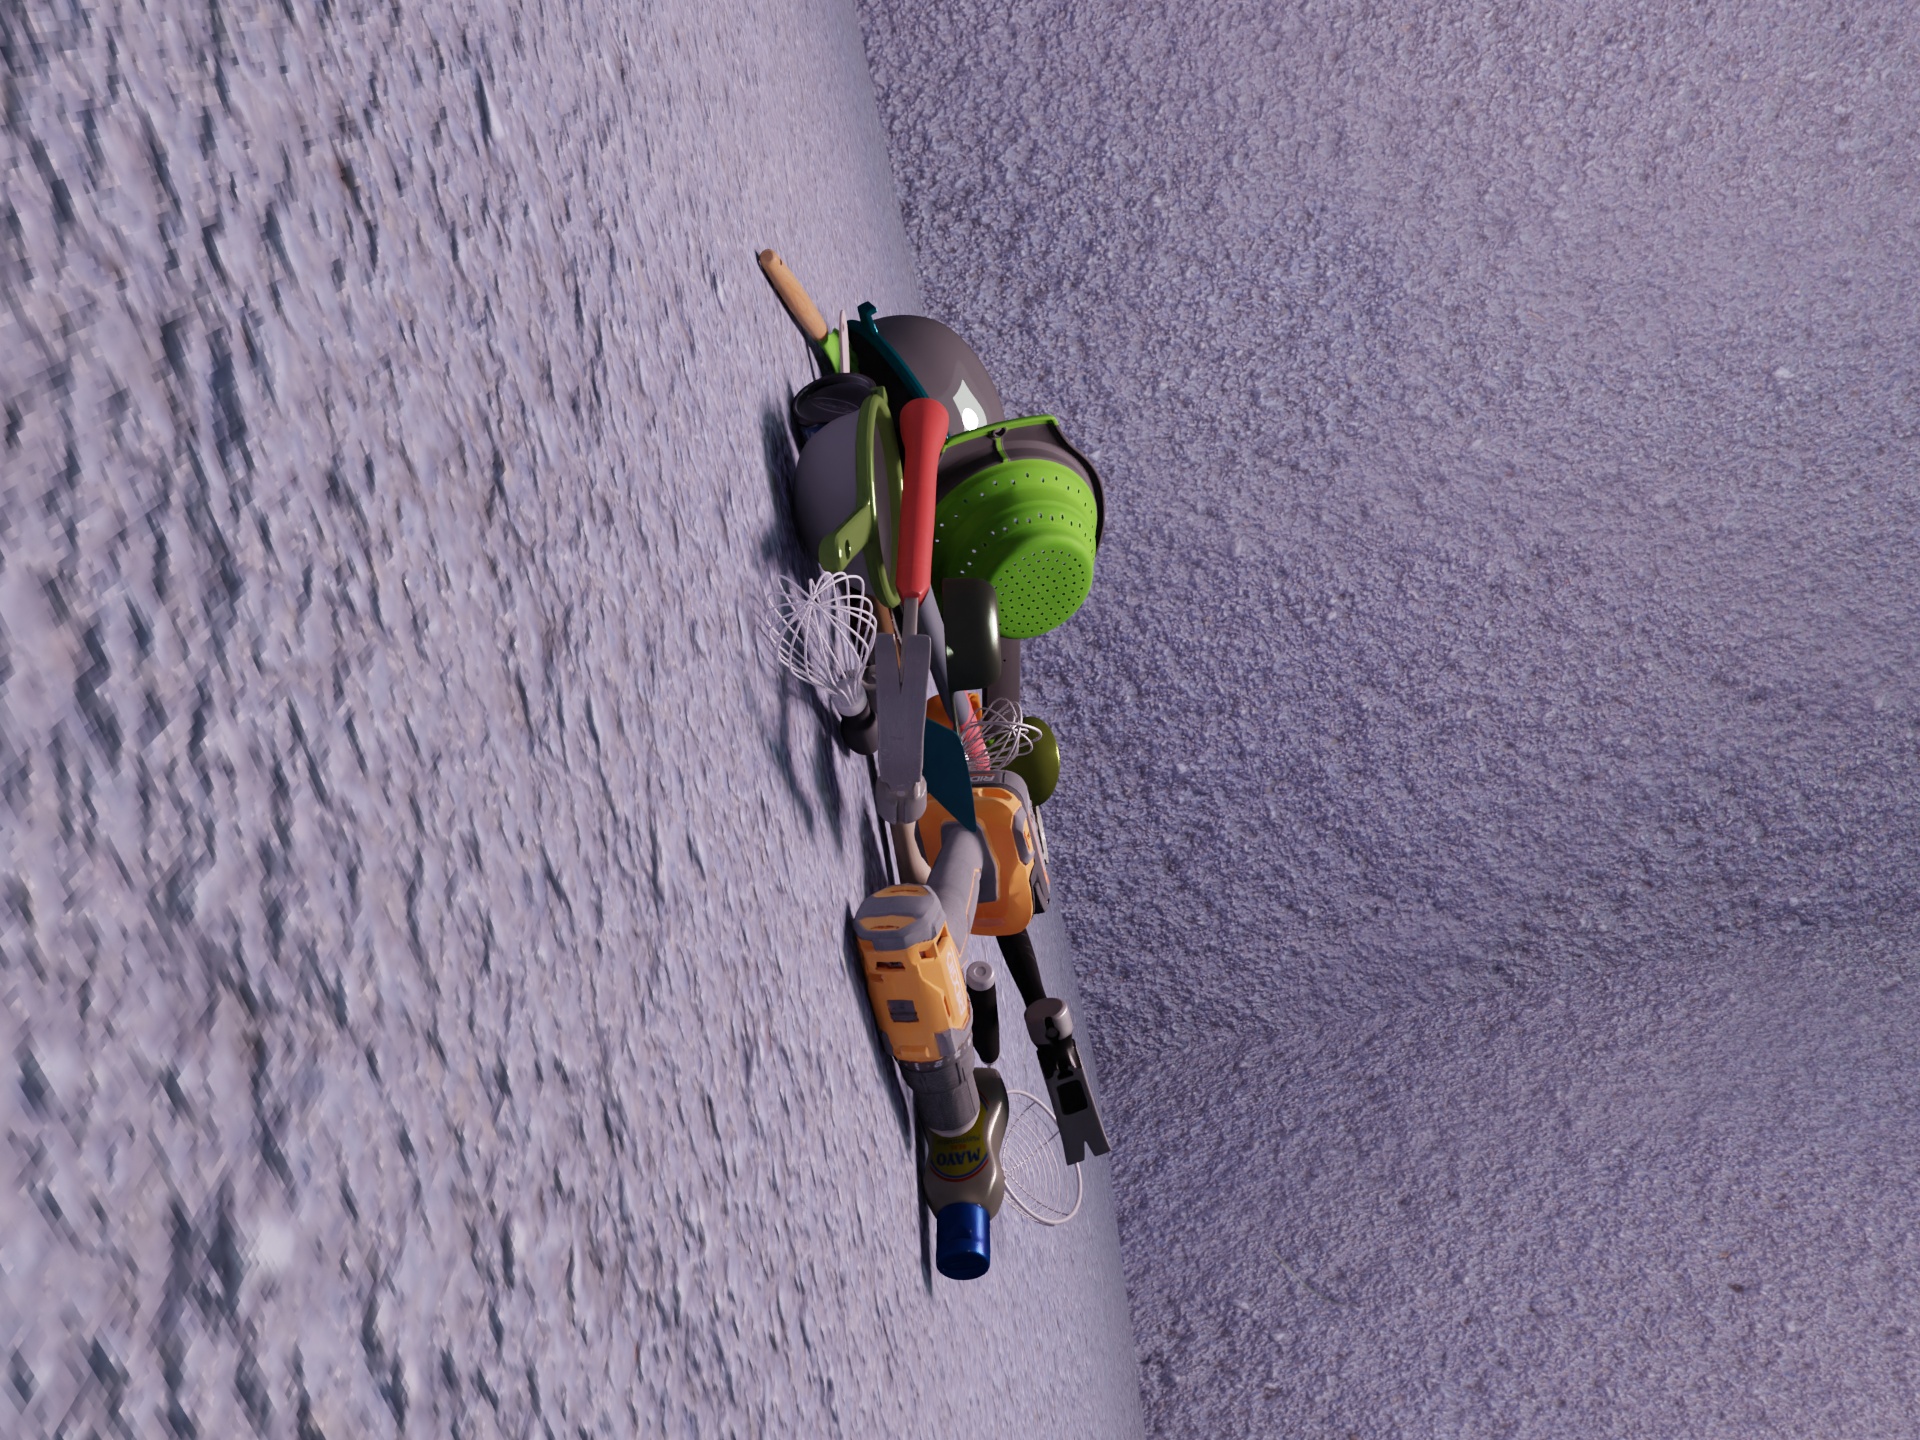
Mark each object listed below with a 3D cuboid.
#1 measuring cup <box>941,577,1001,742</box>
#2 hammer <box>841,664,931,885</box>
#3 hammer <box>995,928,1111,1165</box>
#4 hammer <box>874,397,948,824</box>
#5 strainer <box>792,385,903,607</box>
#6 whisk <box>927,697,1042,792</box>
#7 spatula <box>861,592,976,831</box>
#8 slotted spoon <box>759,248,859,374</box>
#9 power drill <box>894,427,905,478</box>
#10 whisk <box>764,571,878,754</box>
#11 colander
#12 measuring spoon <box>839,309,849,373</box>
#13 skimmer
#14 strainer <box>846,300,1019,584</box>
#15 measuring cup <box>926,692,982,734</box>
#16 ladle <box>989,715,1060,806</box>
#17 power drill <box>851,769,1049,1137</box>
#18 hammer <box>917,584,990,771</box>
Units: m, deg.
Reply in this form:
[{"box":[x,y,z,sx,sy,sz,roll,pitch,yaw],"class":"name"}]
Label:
[{"box":[0.012,-0.016,1.076,0.083,0.038,0.167,-92,176,-68],"class":"measuring cup"},{"box":[-0.030,0.159,1.220,0.146,0.038,0.411,44,35,-79],"class":"hammer"},{"box":[0.057,0.216,1.283,0.335,0.035,0.146,-113,-174,-68],"class":"hammer"},{"box":[-0.031,-0.110,1.046,0.359,0.036,0.149,-88,-179,-46],"class":"hammer"},{"box":[-0.088,-0.137,1.085,0.256,0.069,0.151,-70,156,-70],"class":"strainer"},{"box":[0.000,0.032,1.294,0.246,0.059,0.058,147,-51,-65],"class":"whisk"},{"box":[-0.041,-0.041,1.154,0.318,0.044,0.082,-107,-174,-53],"class":"spatula"},{"box":[-0.124,-0.335,1.347,0.313,0.031,0.070,32,50,-81],"class":"slotted spoon"},{"box":[-0.054,-0.180,1.511,0.226,0.080,0.188,76,5,-59],"class":"power drill"},{"box":[-0.076,-0.025,1.032,0.284,0.070,0.070,78,2,-71],"class":"whisk"},{"box":[0.050,-0.081,1.437,0.396,0.204,0.095,89,-20,-45],"class":"colander"},{"box":[-0.106,-0.292,1.376,0.034,0.018,0.124,-30,120,-78],"class":"measuring spoon"},{"box":[0.056,0.311,1.355,0.362,0.090,0.127,84,0,-48],"class":"skimmer"},{"box":[0.015,-0.255,1.520,0.340,0.095,0.211,55,-9,-2],"class":"strainer"},{"box":[-0.003,0.033,1.629,0.173,0.052,0.095,66,28,-63],"class":"measuring cup"},{"box":[0.069,0.053,1.495,0.320,0.062,0.078,51,31,-80],"class":"ladle"},{"box":[-0.001,0.160,1.116,0.226,0.084,0.185,-60,141,-57],"class":"power drill"},{"box":[-0.002,-0.004,1.396,0.385,0.038,0.143,70,10,-50],"class":"hammer"}]
